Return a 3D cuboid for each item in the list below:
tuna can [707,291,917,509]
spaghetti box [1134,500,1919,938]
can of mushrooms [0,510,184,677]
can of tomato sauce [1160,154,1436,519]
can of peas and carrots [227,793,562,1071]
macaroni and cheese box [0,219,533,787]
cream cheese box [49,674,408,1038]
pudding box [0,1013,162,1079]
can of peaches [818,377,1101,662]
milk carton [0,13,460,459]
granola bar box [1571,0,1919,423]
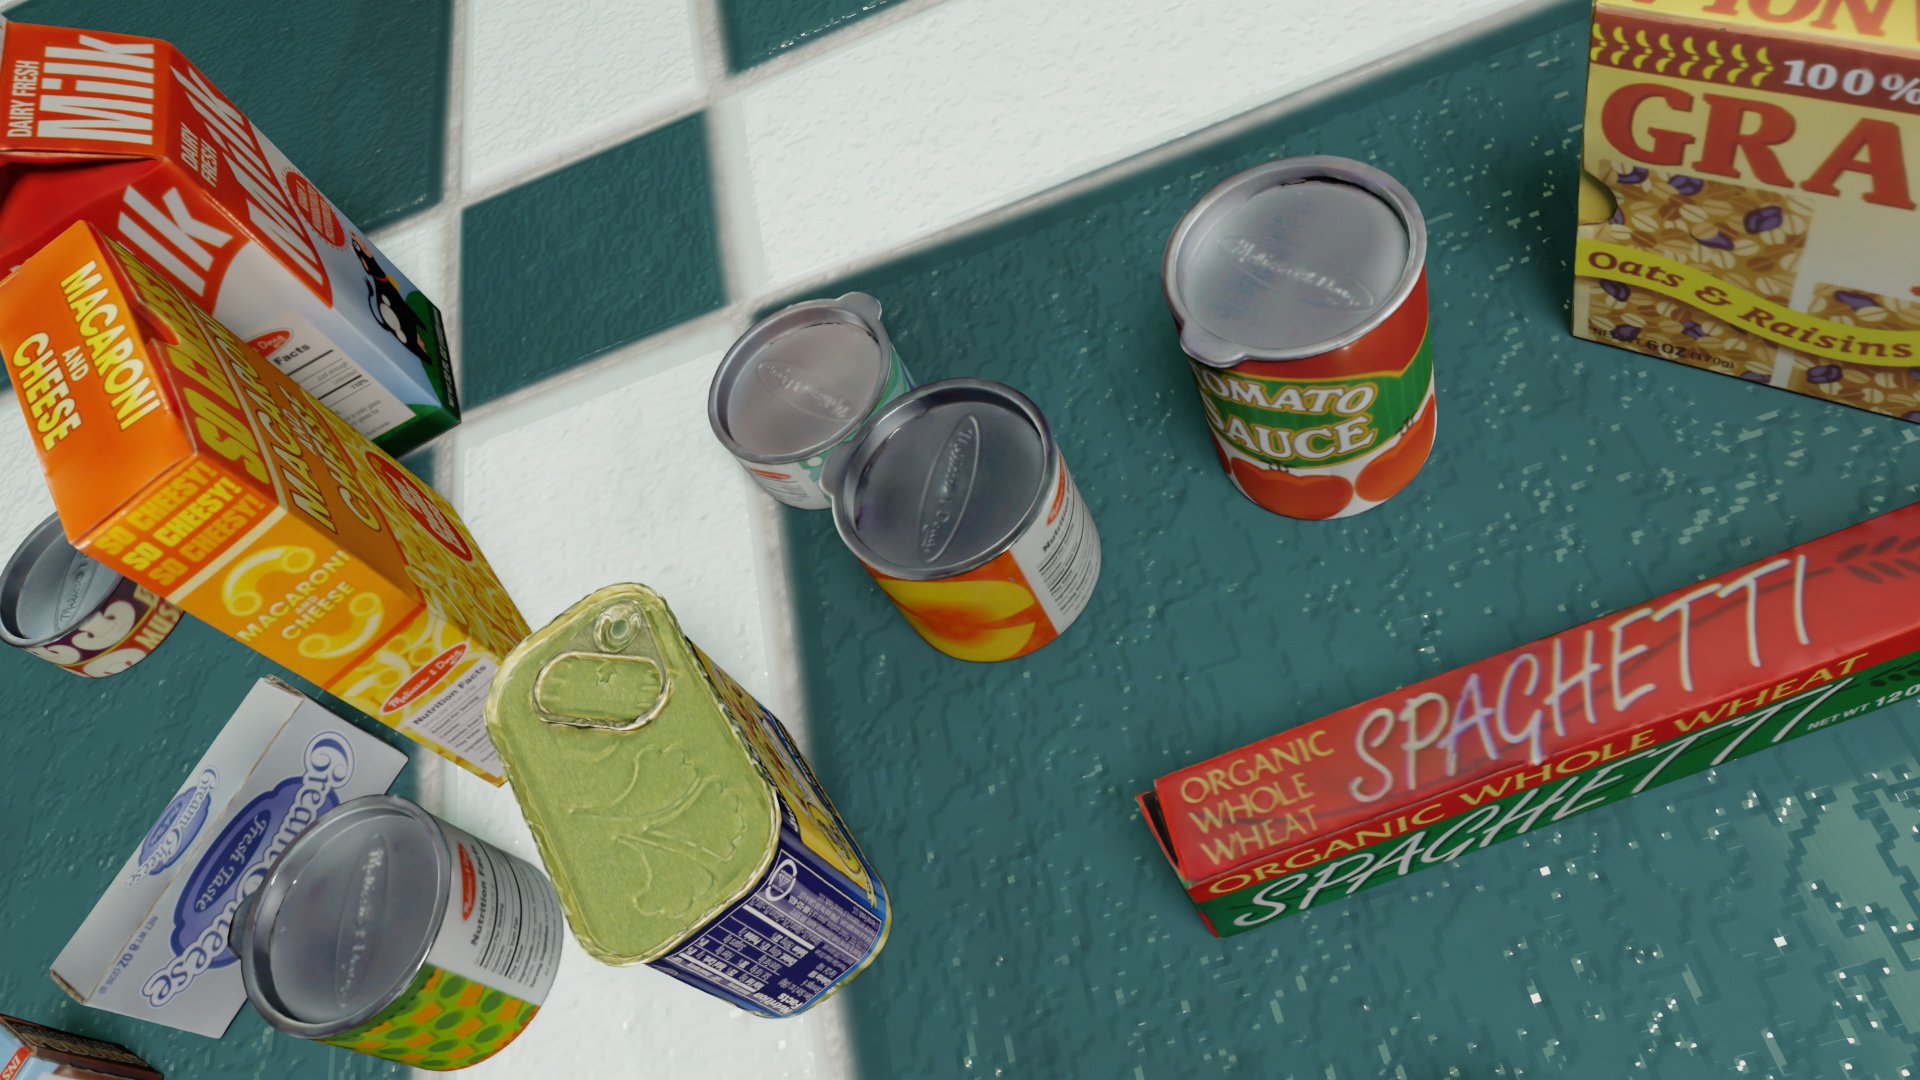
[{"bbox_3d":[-0.047,-0.048,0.470,0.071,0.032,0.071,-10,58,16],"label":"tuna can"},{"bbox_3d":[0.166,0.035,0.326,0.250,0.050,0.029,-22,55,8],"label":"spaghetti box"},{"bbox_3d":[-0.336,0.018,0.543,0.071,0.033,0.071,-10,58,16],"label":"can of mushrooms"},{"bbox_3d":[0.096,-0.052,0.386,0.071,0.082,0.071,-10,58,16],"label":"can of tomato sauce"},{"bbox_3d":[-0.161,0.115,0.400,0.071,0.058,0.071,-10,58,16],"label":"can of peas and carrots"},{"bbox_3d":[-0.198,-0.007,0.422,0.040,0.166,0.124,-41,55,-5],"label":"macaroni and cheese box"},{"bbox_3d":[-0.227,0.100,0.439,0.024,0.053,0.104,18,69,29],"label":"cream cheese box"},{"bbox_3d":[-0.287,0.189,0.410,0.030,0.049,0.084,17,68,29],"label":"pudding box"},{"bbox_3d":[0.001,-0.005,0.410,0.071,0.058,0.071,-10,58,16],"label":"can of peaches"},{"bbox_3d":[-0.269,-0.101,0.492,0.073,0.190,0.072,-28,55,4],"label":"milk carton"},{"bbox_3d":[0.233,-0.076,0.322,0.166,0.123,0.039,23,71,31],"label":"granola bar box"}]
